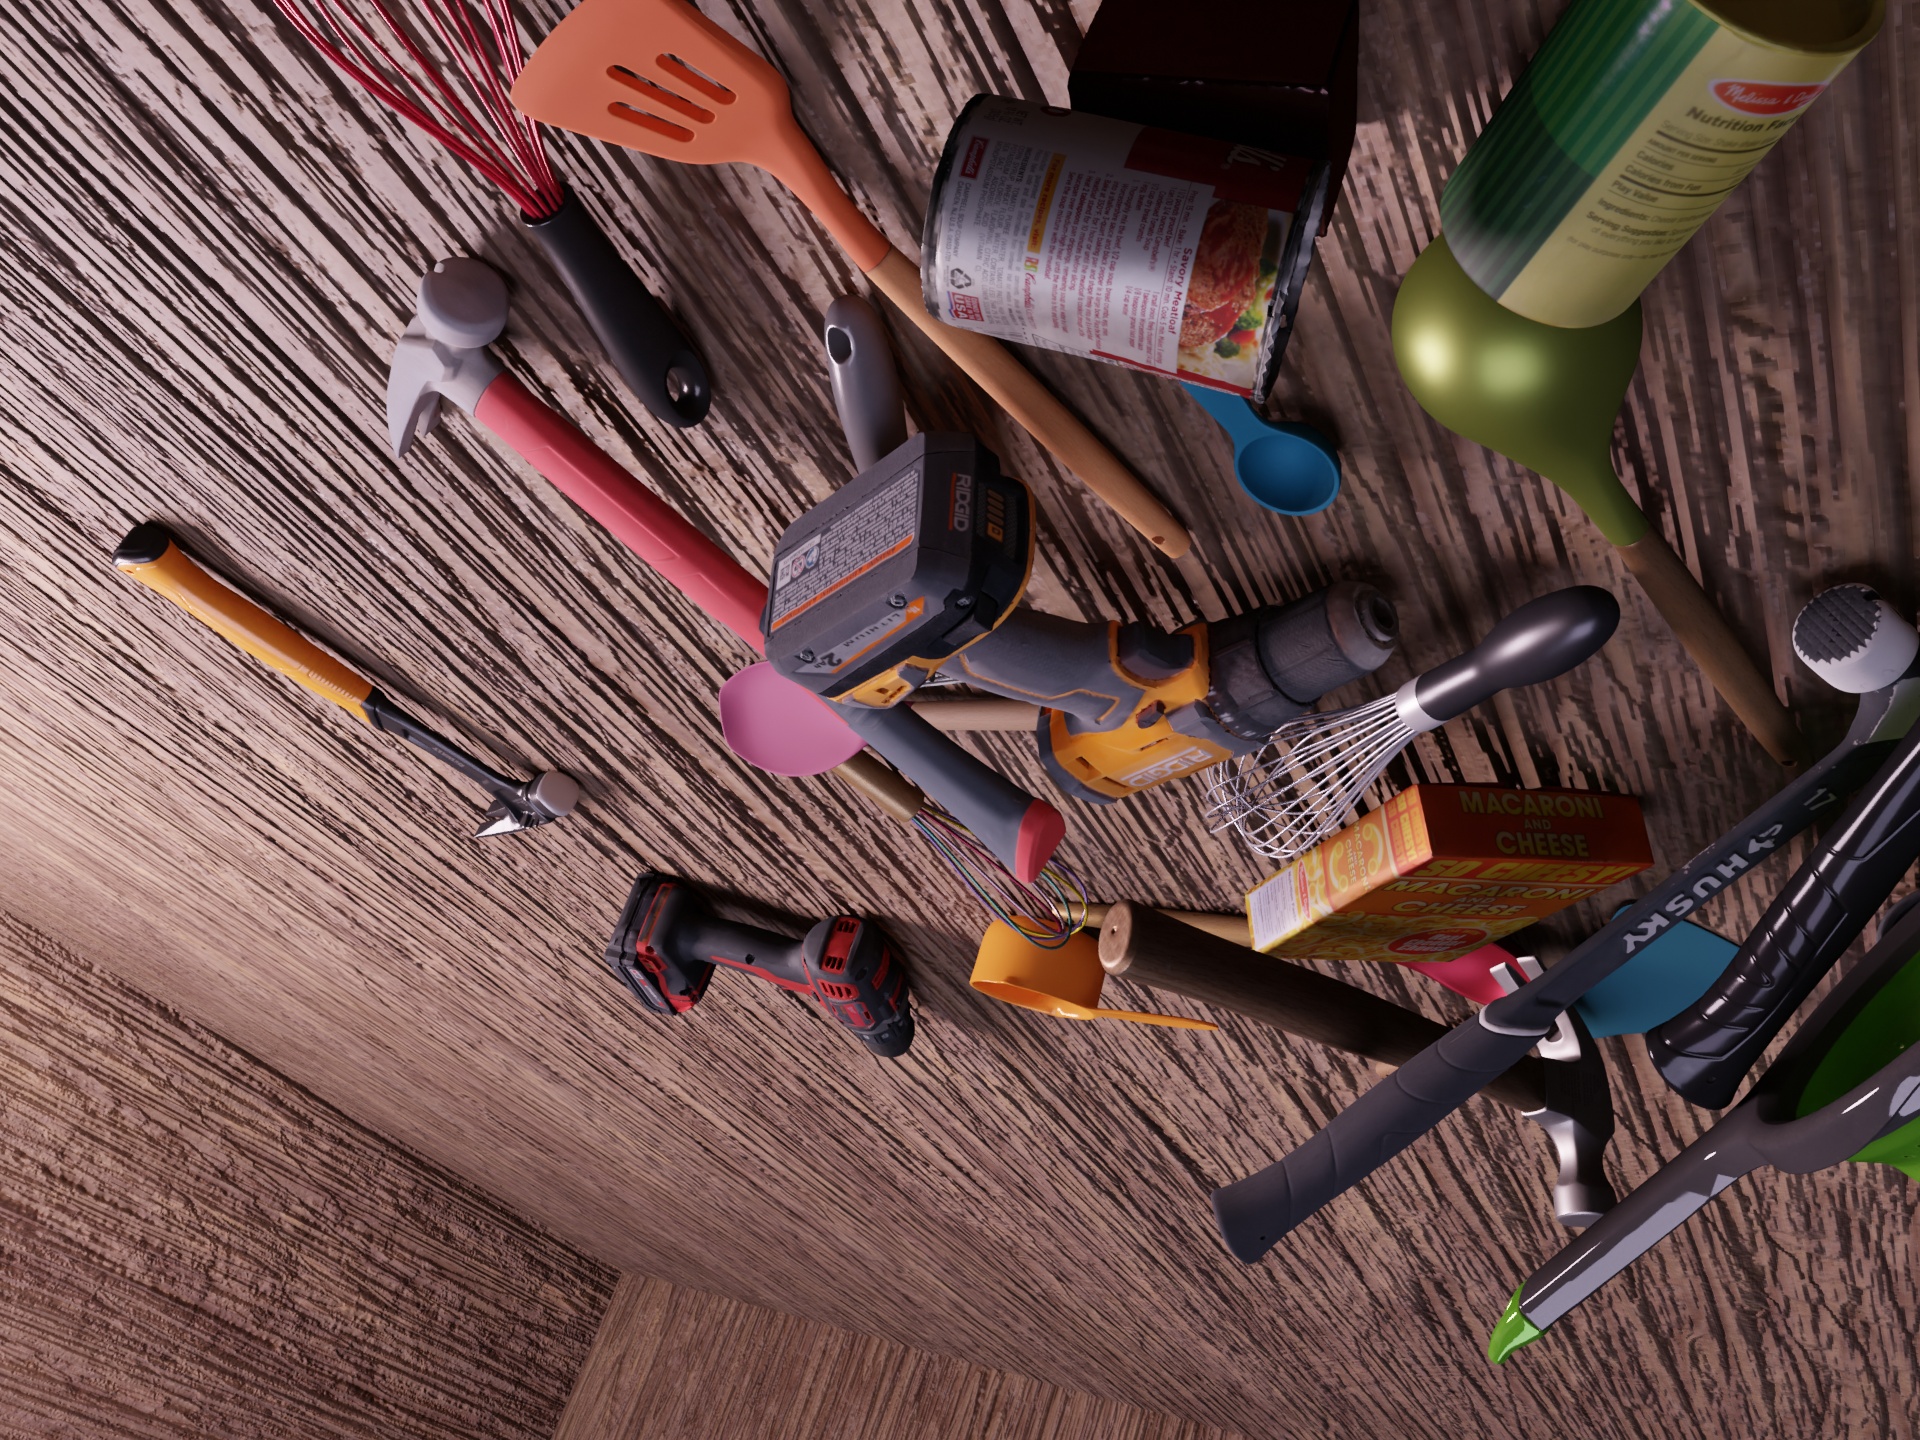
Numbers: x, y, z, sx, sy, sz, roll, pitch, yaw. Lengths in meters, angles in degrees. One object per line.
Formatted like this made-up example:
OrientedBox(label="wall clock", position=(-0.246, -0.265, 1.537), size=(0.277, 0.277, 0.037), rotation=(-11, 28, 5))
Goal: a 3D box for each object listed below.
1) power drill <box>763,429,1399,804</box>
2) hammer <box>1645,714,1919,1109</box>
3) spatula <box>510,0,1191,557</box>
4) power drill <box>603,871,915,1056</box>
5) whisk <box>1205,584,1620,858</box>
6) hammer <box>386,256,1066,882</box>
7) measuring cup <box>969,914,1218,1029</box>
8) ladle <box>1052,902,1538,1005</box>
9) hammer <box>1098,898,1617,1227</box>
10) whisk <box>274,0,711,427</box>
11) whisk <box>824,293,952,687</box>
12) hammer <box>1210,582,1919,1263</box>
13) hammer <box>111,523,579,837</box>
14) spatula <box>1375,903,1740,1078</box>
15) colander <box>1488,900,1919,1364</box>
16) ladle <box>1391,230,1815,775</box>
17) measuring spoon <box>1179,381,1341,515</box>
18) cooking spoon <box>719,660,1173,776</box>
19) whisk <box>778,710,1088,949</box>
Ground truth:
OrientedBox(label="power drill", position=(0.055, -0.039, 0.676), size=(0.226, 0.084, 0.185), rotation=(23, 147, -34))
OrientedBox(label="hammer", position=(0.345, 0.034, 0.575), size=(0.146, 0.035, 0.334), rotation=(12, 130, 0))
OrientedBox(label="spatula", position=(-0.017, -0.154, 0.606), size=(0.322, 0.041, 0.081), rotation=(38, 141, -29))
OrientedBox(label="power drill", position=(-0.146, 0.204, 1.261), size=(0.227, 0.080, 0.187), rotation=(8, 149, 18))
OrientedBox(label="whisk", position=(0.184, 0.001, 0.697), size=(0.070, 0.070, 0.284), rotation=(27, 154, -10))
OrientedBox(label="hammer", position=(-0.110, -0.050, 0.767), size=(0.386, 0.038, 0.143), rotation=(40, 149, -8))
OrientedBox(label="measuring cup", position=(0.092, 0.168, 1.052), size=(0.174, 0.052, 0.095), rotation=(5, 159, 28))
OrientedBox(label="ladle", position=(0.194, 0.132, 0.963), size=(0.315, 0.031, 0.069), rotation=(3, 135, 34))
OrientedBox(label="hammer", position=(0.205, 0.149, 0.781), size=(0.331, 0.130, 0.031), rotation=(23, 147, -26))
OrientedBox(label="whisk", position=(-0.165, -0.209, 0.596), size=(0.073, 0.073, 0.295), rotation=(7, 153, 25))
OrientedBox(label="whisk", position=(-0.031, -0.094, 0.718), size=(0.055, 0.055, 0.238), rotation=(11, 145, 17))
OrientedBox(label="hammer", position=(0.258, 0.119, 0.688), size=(0.149, 0.036, 0.409), rotation=(29, 119, -28))
OrientedBox(label="hammer", position=(-0.430, -0.021, 1.108), size=(0.336, 0.034, 0.127), rotation=(39, 145, -29))
OrientedBox(label="spatula", position=(0.335, 0.179, 0.957), size=(0.082, 0.044, 0.317), rotation=(24, 156, -7))
OrientedBox(label="colander", position=(0.370, 0.178, 0.643), size=(0.094, 0.204, 0.397), rotation=(44, 123, 17))
OrientedBox(label="ladle", position=(0.257, -0.066, 0.586), size=(0.078, 0.062, 0.319), rotation=(-11, 144, 42))
OrientedBox(label="measuring spoon", position=(0.100, -0.130, 0.602), size=(0.128, 0.021, 0.042), rotation=(45, 145, -20))
OrientedBox(label="cooking spoon", position=(-0.001, -0.003, 0.860), size=(0.319, 0.017, 0.068), rotation=(0, 103, 30))
OrientedBox(label="whisk", position=(-0.015, 0.069, 0.980), size=(0.244, 0.051, 0.047), rotation=(38, 153, -21))
